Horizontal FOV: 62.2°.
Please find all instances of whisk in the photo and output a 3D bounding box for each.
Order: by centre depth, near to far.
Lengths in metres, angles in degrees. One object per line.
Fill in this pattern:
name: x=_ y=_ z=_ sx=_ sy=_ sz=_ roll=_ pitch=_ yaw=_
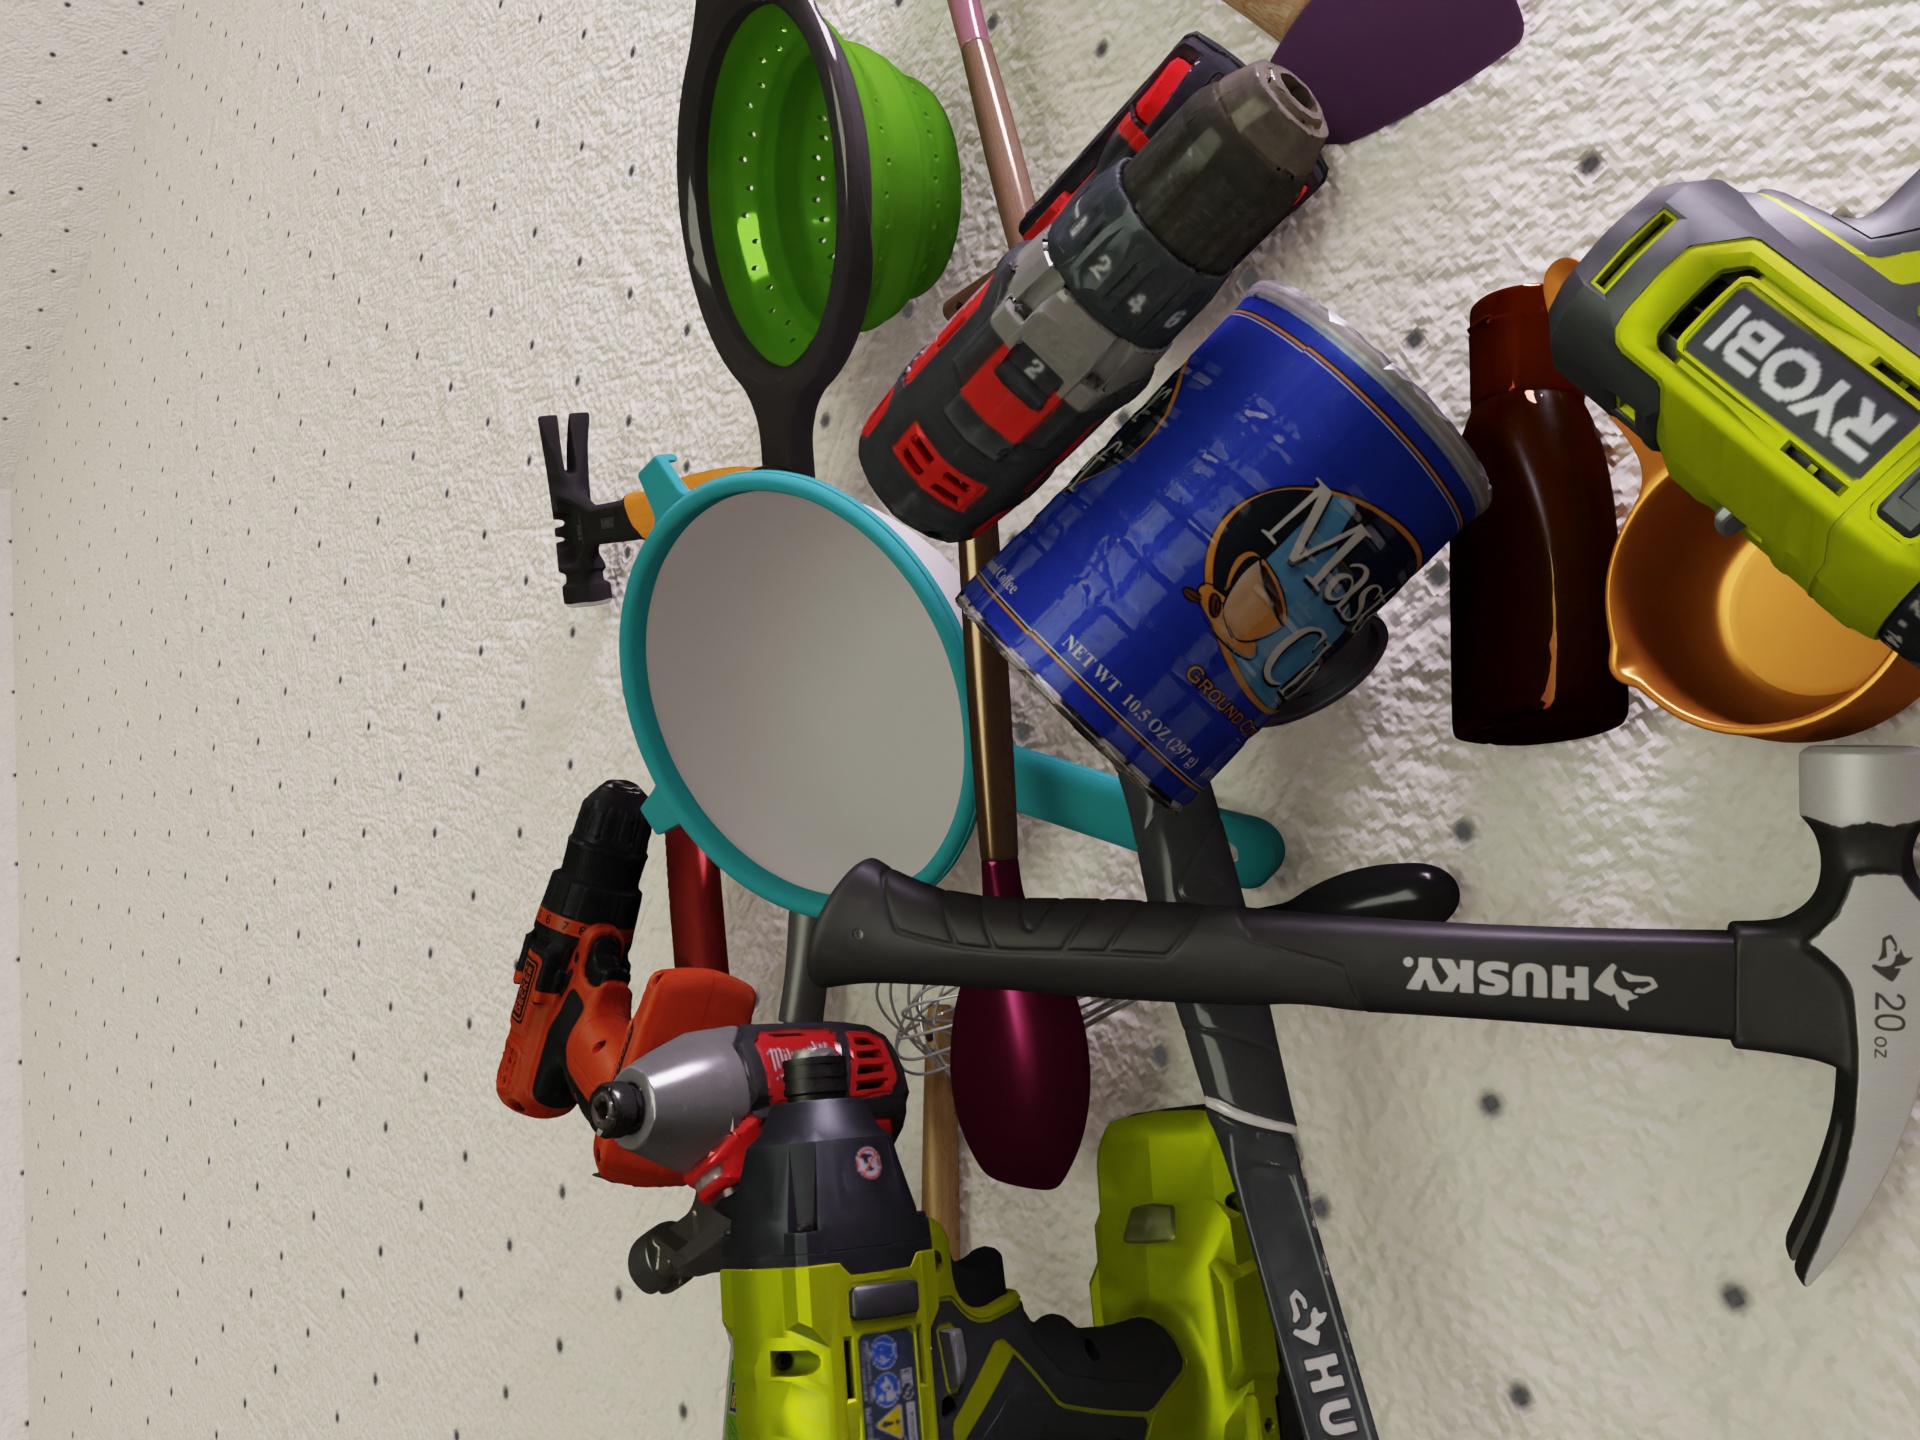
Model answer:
whisk: x=0.069 y=0.098 z=0.637 sx=0.284 sy=0.070 sz=0.070 roll=-23 pitch=66 yaw=41
whisk: x=-0.085 y=0.153 z=0.815 sx=0.055 sy=0.055 sz=0.239 roll=-1 pitch=78 yaw=49

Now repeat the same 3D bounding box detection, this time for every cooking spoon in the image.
cooking spoon: x=0.013 y=0.029 z=0.632 sx=0.069 sy=0.017 sz=0.319 roll=-2 pitch=93 yaw=37

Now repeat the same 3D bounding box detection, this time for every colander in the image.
colander: x=-0.060 y=-0.189 z=0.825 sx=0.205 sy=0.094 sz=0.397 roll=21 pitch=118 yaw=57

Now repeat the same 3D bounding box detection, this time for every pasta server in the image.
pasta server: x=0.006 y=-0.295 z=0.751 sx=0.060 sy=0.040 sz=0.316 roll=-39 pitch=60 yaw=57

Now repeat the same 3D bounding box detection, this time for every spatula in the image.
spatula: x=0.094 y=-0.238 z=0.686 sx=0.316 sy=0.018 sz=0.059 roll=-18 pitch=102 yaw=49

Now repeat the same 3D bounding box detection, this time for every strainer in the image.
strainer: x=-0.001 y=-0.002 z=0.719 sx=0.340 sy=0.095 sz=0.211 roll=18 pitch=116 yaw=29

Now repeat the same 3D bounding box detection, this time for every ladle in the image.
ladle: x=-0.007 y=0.288 z=0.715 sx=0.069 sy=0.031 sz=0.315 roll=-15 pitch=70 yaw=47

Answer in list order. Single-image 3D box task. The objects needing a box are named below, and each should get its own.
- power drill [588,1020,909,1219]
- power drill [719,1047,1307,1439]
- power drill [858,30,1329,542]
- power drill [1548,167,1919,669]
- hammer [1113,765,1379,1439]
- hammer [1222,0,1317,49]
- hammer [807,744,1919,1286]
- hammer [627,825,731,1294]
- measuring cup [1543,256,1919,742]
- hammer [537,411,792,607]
power drill: x=-0.058 y=0.218 z=0.612 sx=0.078 sy=0.143 sz=0.220 roll=-43 pitch=57 yaw=30
power drill: x=0.024 y=0.196 z=0.540 sx=0.080 sy=0.223 sz=0.171 roll=-22 pitch=67 yaw=45
power drill: x=0.066 y=-0.172 z=0.565 sx=0.188 sy=0.080 sz=0.227 roll=-40 pitch=11 yaw=39
power drill: x=0.281 y=-0.111 z=0.360 sx=0.228 sy=0.080 sz=0.191 roll=-48 pitch=63 yaw=18
hammer: x=0.106 y=0.149 z=0.522 sx=0.036 sy=0.149 sz=0.409 roll=82 pitch=176 yaw=-67
hammer: x=0.069 y=-0.385 z=0.737 sx=0.130 sy=0.031 sz=0.332 roll=-57 pitch=46 yaw=26
hammer: x=0.108 y=0.079 z=0.490 sx=0.335 sy=0.035 sz=0.146 roll=0 pitch=91 yaw=20
hammer: x=-0.134 y=0.102 z=0.839 sx=0.149 sy=0.036 sz=0.359 roll=-43 pitch=44 yaw=35
measuring cup: x=0.229 y=-0.072 z=0.480 sx=0.095 sy=0.052 sz=0.174 roll=-42 pitch=52 yaw=37
hammer: x=-0.175 y=-0.127 z=0.915 sx=0.337 sy=0.034 sz=0.127 roll=8 pitch=106 yaw=59
